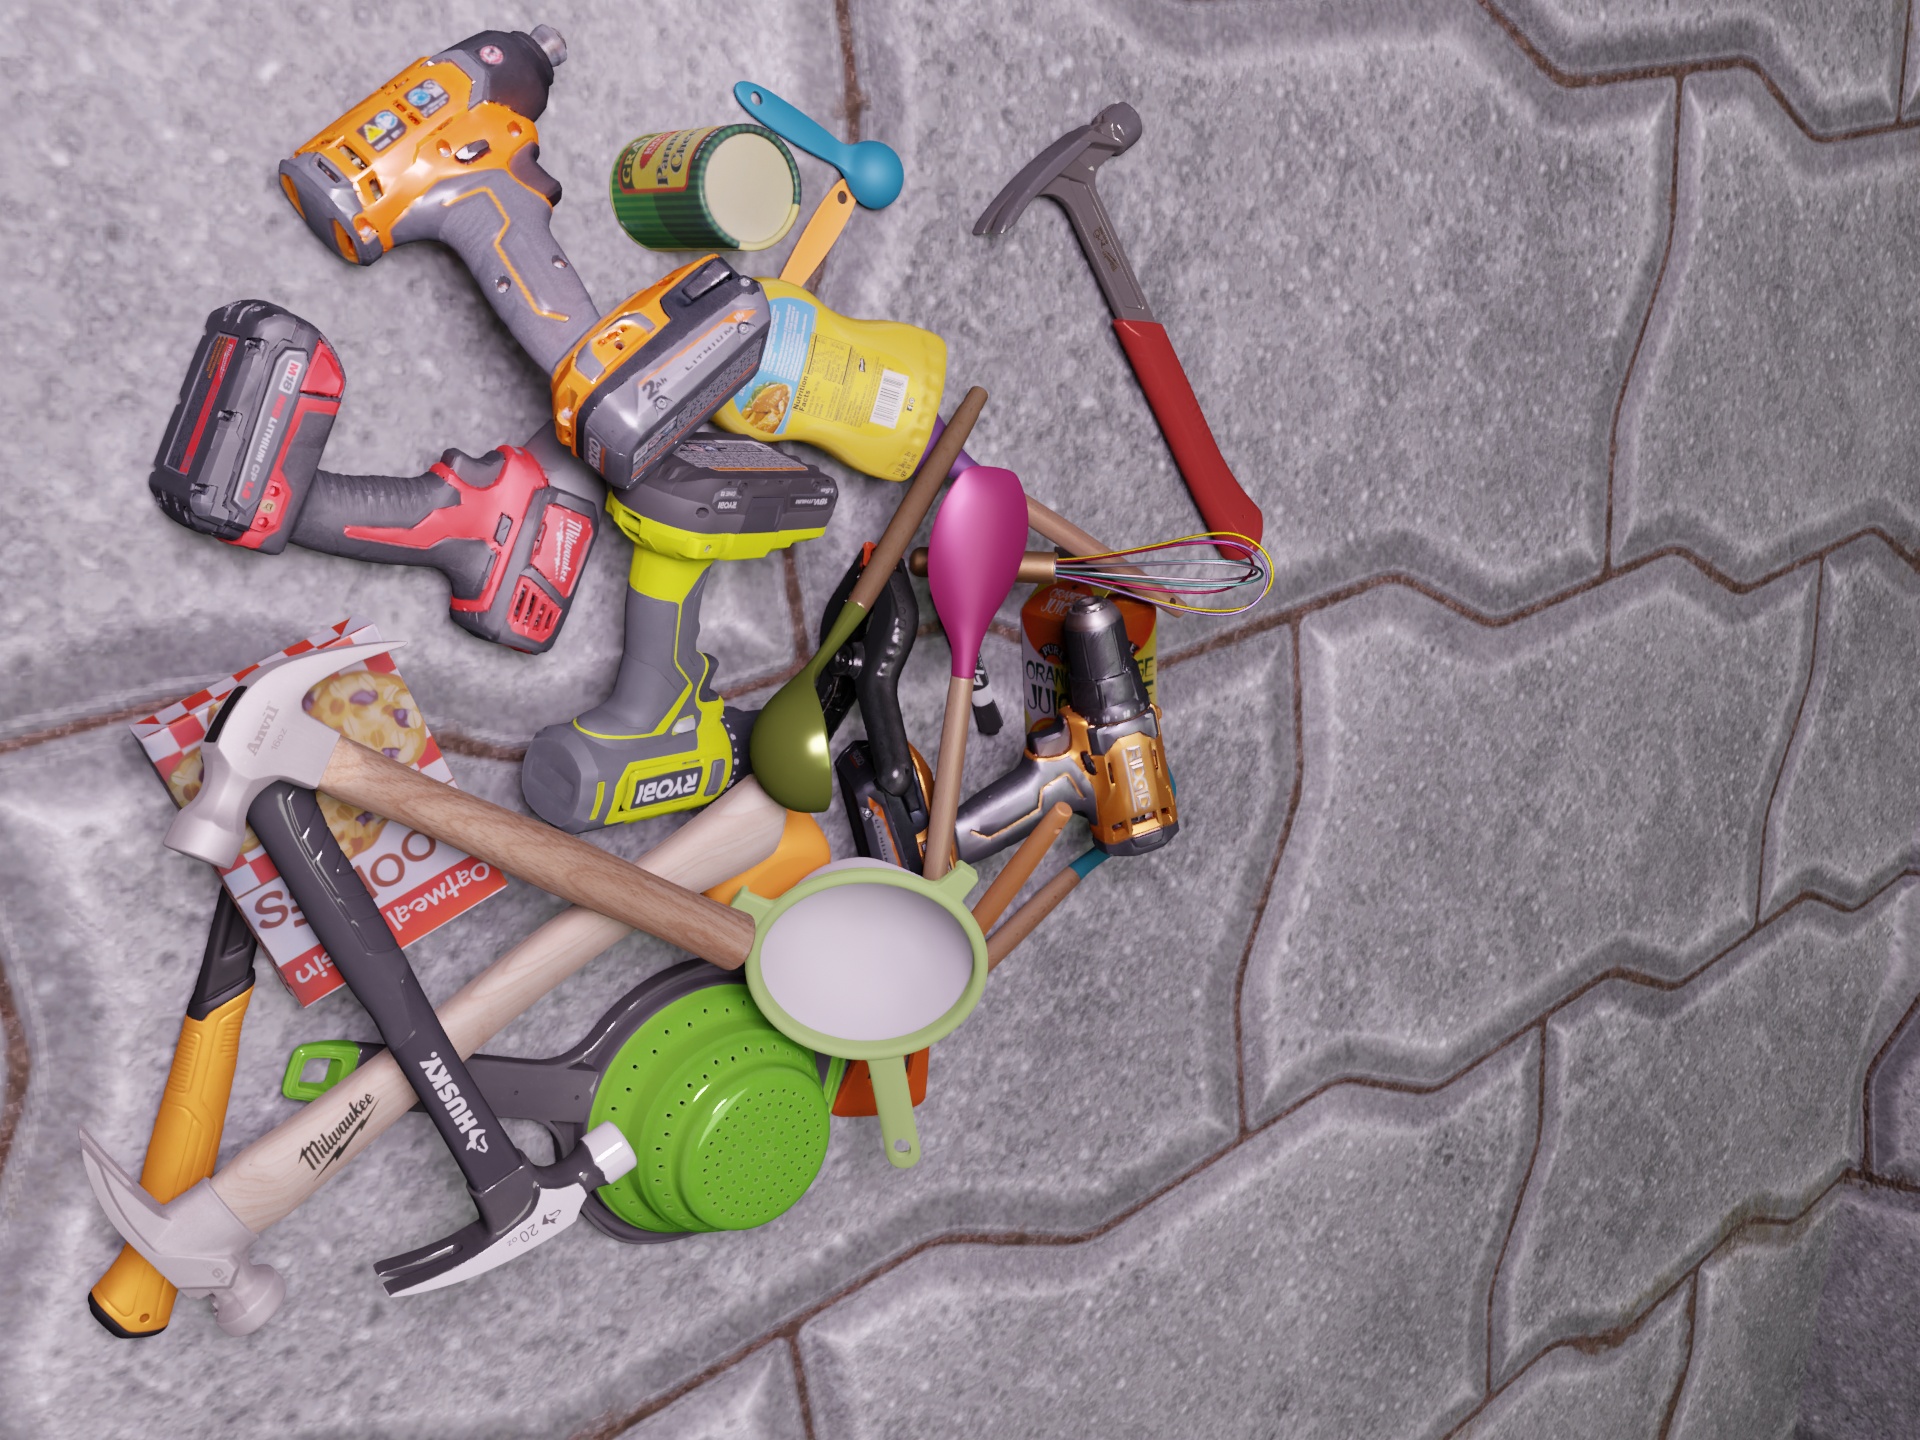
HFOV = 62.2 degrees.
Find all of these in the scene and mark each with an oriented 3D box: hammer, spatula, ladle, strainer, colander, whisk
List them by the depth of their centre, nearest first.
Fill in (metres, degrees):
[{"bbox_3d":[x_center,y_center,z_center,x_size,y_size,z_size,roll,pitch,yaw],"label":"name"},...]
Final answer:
[{"bbox_3d":[-0.298,0.153,0.829,0.146,0.035,0.334,-32,118,-24],"label":"hammer"},{"bbox_3d":[-0.232,0.063,0.833,0.331,0.031,0.130,33,69,-42],"label":"hammer"},{"bbox_3d":[-0.397,0.171,0.860,0.127,0.034,0.337,14,94,-40],"label":"hammer"},{"bbox_3d":[-0.272,0.155,0.892,0.410,0.038,0.146,-38,121,-20],"label":"hammer"},{"bbox_3d":[-0.042,-0.084,0.986,0.062,0.078,0.320,28,64,-2],"label":"ladle"},{"bbox_3d":[-0.212,0.247,0.992,0.396,0.095,0.204,17,91,-41],"label":"colander"},{"bbox_3d":[-0.053,0.183,1.041,0.151,0.069,0.256,-7,123,1],"label":"strainer"},{"bbox_3d":[0.086,-0.105,1.067,0.051,0.245,0.047,-71,160,-50],"label":"whisk"},{"bbox_3d":[0.031,-0.149,1.075,0.315,0.018,0.060,29,83,-22],"label":"spatula"},{"bbox_3d":[-0.001,0.171,1.101,0.081,0.041,0.322,3,136,-34],"label":"spatula"},{"bbox_3d":[0.139,-0.257,1.175,0.149,0.037,0.358,-46,126,-20],"label":"hammer"},{"bbox_3d":[0.064,0.134,1.236,0.317,0.044,0.082,-42,126,-17],"label":"spatula"}]

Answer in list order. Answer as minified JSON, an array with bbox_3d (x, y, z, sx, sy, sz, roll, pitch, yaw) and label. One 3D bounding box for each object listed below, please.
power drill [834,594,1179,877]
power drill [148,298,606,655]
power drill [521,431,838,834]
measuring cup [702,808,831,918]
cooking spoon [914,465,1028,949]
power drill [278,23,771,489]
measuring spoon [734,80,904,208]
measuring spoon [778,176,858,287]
[{"bbox_3d":[0.033,0.026,1.092,0.226,0.084,0.185,-17,111,-11],"label":"power drill"},{"bbox_3d":[-0.289,-0.130,0.838,0.219,0.079,0.143,21,90,-44],"label":"power drill"},{"bbox_3d":[-0.151,-0.049,0.939,0.190,0.080,0.228,-12,126,-53],"label":"power drill"},{"bbox_3d":[-0.161,0.111,1.010,0.173,0.052,0.095,-29,144,-20],"label":"measuring cup"},{"bbox_3d":[-0.002,-0.003,1.020,0.068,0.017,0.319,1,104,-28],"label":"cooking spoon"},{"bbox_3d":[-0.205,-0.248,0.812,0.226,0.084,0.164,43,72,-1],"label":"power drill"},{"bbox_3d":[-0.081,-0.356,0.972,0.128,0.021,0.042,20,78,-40],"label":"measuring spoon"},{"bbox_3d":[-0.096,-0.292,0.992,0.021,0.011,0.117,39,74,-35],"label":"measuring spoon"}]
